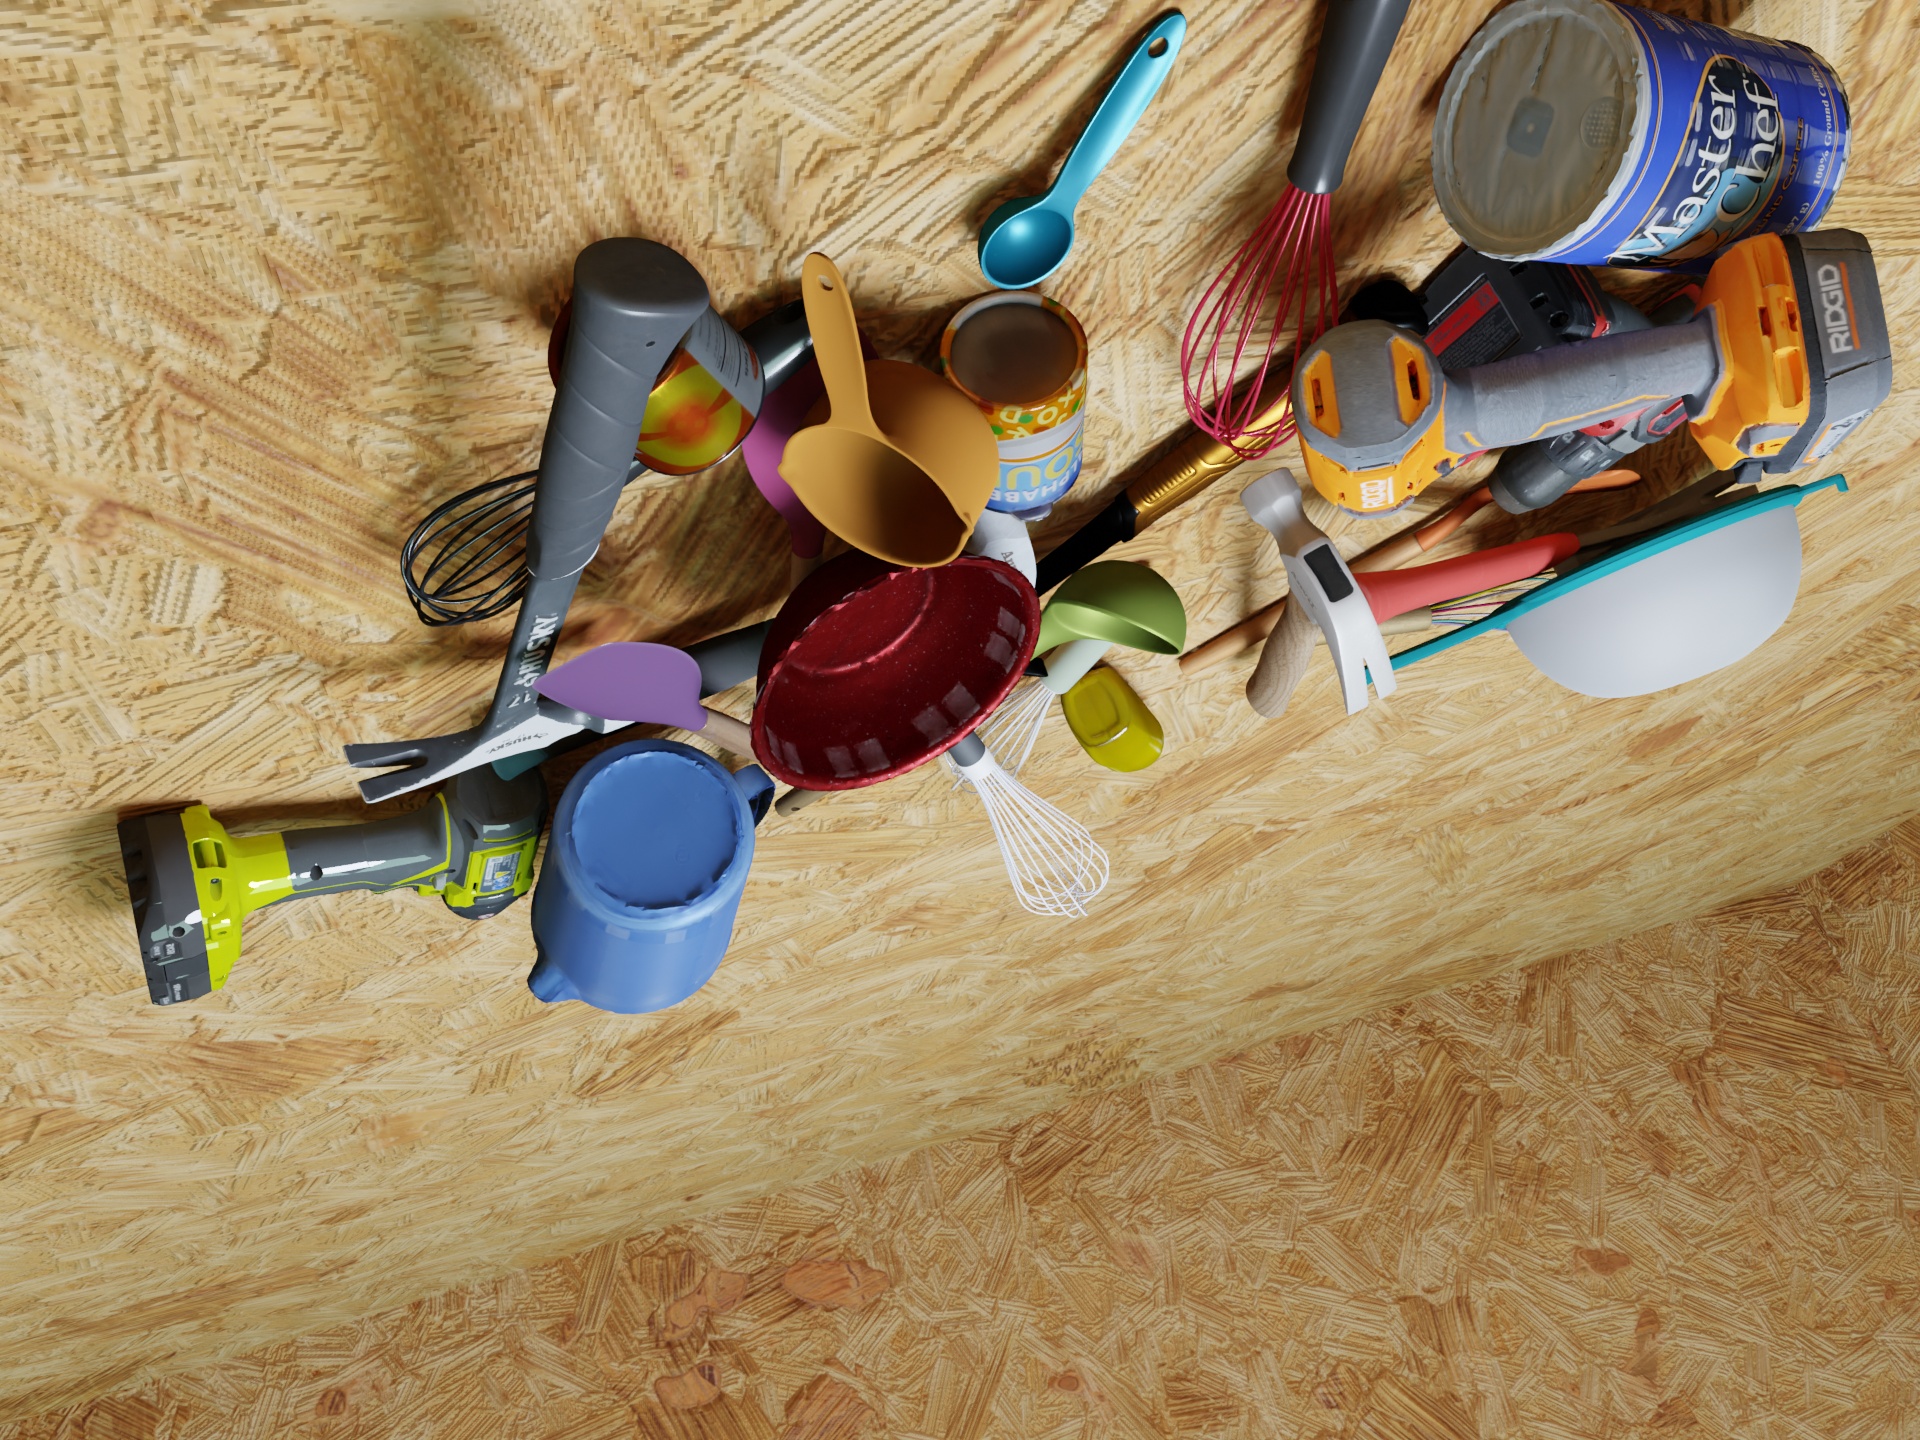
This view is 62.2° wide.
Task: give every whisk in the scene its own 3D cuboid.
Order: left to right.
[{"bbox_3d":[-0.151,-0.113,0.689,0.239,0.055,0.055,-31,155,15],"label":"whisk"},{"bbox_3d":[0.023,0.047,1.064,0.070,0.070,0.284,-25,131,13],"label":"whisk"},{"bbox_3d":[0.058,-0.024,1.060,0.246,0.058,0.059,-48,179,43],"label":"whisk"},{"bbox_3d":[0.147,-0.216,0.677,0.073,0.073,0.295,-14,151,-12],"label":"whisk"},{"bbox_3d":[0.362,-0.077,1.179,0.245,0.051,0.047,-9,161,-17],"label":"whisk"}]

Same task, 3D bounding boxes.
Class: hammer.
[{"bbox_3d":[-0.169,-0.060,0.643,0.149,0.036,0.409,-22,168,-28],"label":"hammer"},{"bbox_3d":[-0.115,-0.039,0.869,0.331,0.033,0.128,-20,138,10],"label":"hammer"},{"bbox_3d":[0.115,-0.125,0.884,0.337,0.034,0.127,-35,152,33],"label":"hammer"},{"bbox_3d":[0.208,-0.046,0.993,0.031,0.130,0.331,-28,168,0],"label":"hammer"},{"bbox_3d":[0.364,-0.105,1.018,0.359,0.037,0.149,-15,170,-39],"label":"hammer"}]

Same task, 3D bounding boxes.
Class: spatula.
[{"bbox_3d":[-0.128,0.002,0.842,0.060,0.018,0.315,-27,164,8],"label":"spatula"},{"bbox_3d":[0.291,-0.100,1.069,0.322,0.041,0.081,-29,168,25],"label":"spatula"}]

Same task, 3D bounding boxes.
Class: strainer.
[{"bbox_3d":[0.416,-0.049,1.056,0.340,0.095,0.211,-21,173,-12],"label":"strainer"}]

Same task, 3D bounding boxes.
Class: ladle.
[{"bbox_3d":[-0.002,-0.003,0.950,0.320,0.062,0.078,-32,141,32],"label":"ladle"}]

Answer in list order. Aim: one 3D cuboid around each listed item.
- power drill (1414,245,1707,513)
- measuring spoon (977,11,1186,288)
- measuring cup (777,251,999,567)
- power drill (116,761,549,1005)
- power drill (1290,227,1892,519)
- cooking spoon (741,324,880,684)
[{"bbox_3d":[0.322,-0.180,0.878,0.226,0.080,0.188,-5,153,-37],"label":"power drill"},{"bbox_3d":[0.046,-0.228,0.631,0.042,0.021,0.128,2,140,-40],"label":"measuring spoon"},{"bbox_3d":[-0.032,-0.137,0.655,0.095,0.052,0.173,19,151,20],"label":"measuring cup"},{"bbox_3d":[-0.365,0.095,0.941,0.223,0.080,0.171,-11,156,-27],"label":"power drill"},{"bbox_3d":[0.266,-0.140,0.709,0.226,0.084,0.164,-8,172,14],"label":"power drill"},{"bbox_3d":[-0.078,-0.068,0.800,0.068,0.017,0.318,-11,142,-17],"label":"cooking spoon"}]
